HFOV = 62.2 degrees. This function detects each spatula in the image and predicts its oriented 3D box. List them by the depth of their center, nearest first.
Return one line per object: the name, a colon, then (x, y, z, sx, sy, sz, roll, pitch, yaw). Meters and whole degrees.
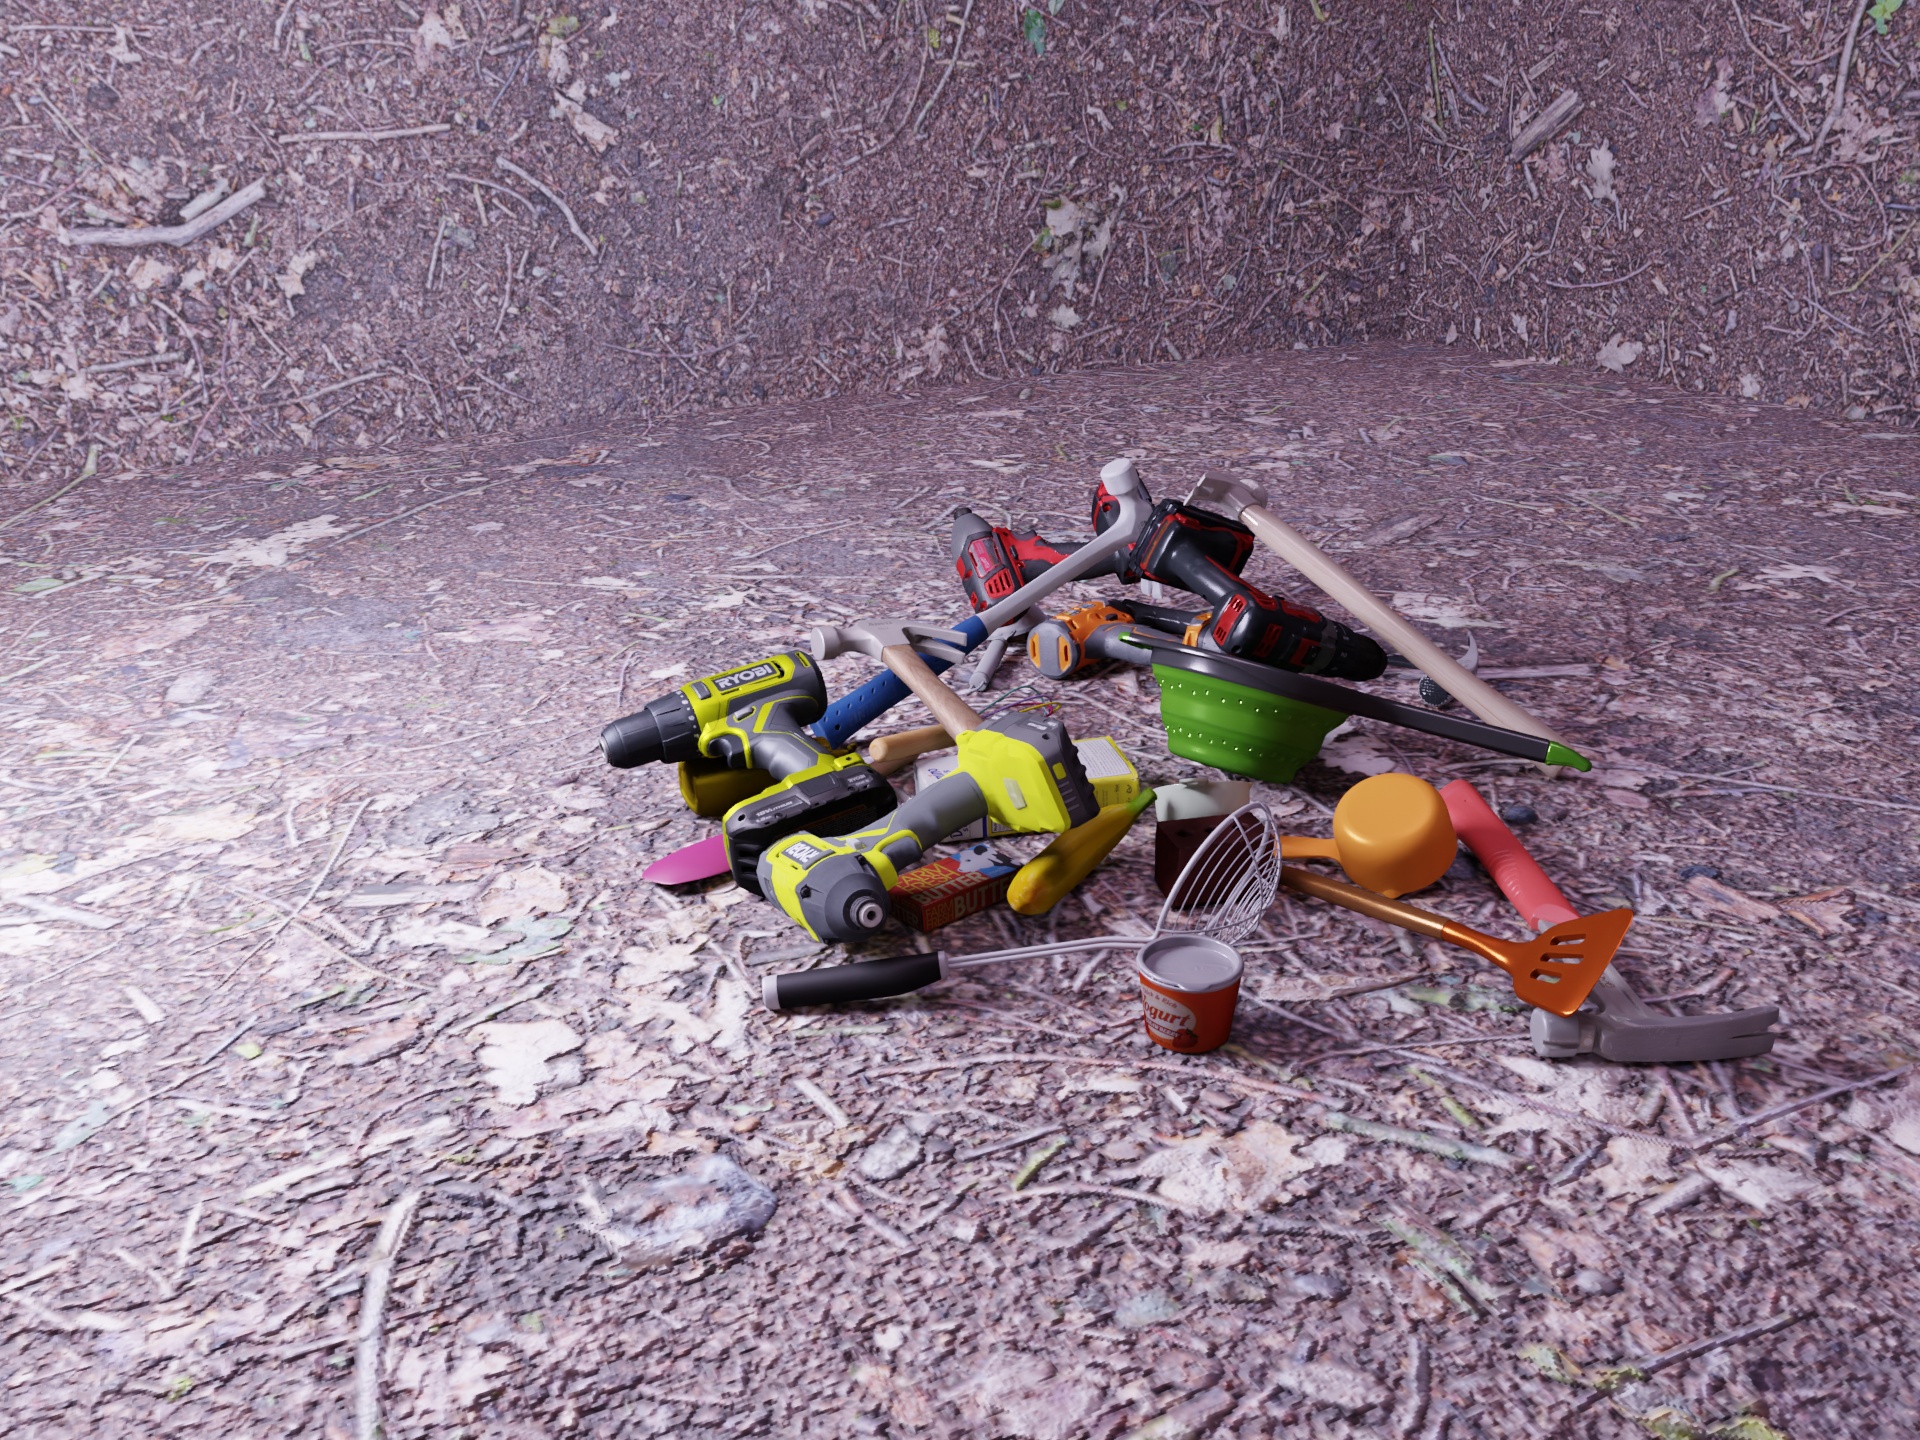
spatula: (0.311, 0.132, 1.088, 0.081, 0.041, 0.323, -53, 31, -14)

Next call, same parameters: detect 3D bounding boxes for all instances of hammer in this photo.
hammer: (0.426, 0.131, 1.140, 0.149, 0.036, 0.359, -2, 22, -2)
hammer: (-0.002, -0.004, 1.343, 0.130, 0.031, 0.332, -9, 34, -28)
hammer: (0.376, -0.091, 1.434, 0.411, 0.038, 0.146, 43, 23, 20)
hammer: (0.032, -0.091, 1.529, 0.405, 0.144, 0.035, -34, 28, -17)
hammer: (0.350, -0.087, 1.698, 0.409, 0.036, 0.149, 13, 25, 33)

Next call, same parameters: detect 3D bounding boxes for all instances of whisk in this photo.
whisk: (0.009, 0.006, 1.409, 0.047, 0.051, 0.245, 1, 9, 40)

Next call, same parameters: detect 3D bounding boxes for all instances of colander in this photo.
colander: (0.316, 0.019, 1.340, 0.397, 0.094, 0.204, 16, 3, 18)

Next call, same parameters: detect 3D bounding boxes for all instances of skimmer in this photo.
skimmer: (0.045, 0.132, 1.082, 0.363, 0.127, 0.090, -9, 52, -1)

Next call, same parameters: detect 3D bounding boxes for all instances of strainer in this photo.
strainer: (0.044, -0.085, 1.706, 0.087, 0.050, 0.258, -11, 21, 19)

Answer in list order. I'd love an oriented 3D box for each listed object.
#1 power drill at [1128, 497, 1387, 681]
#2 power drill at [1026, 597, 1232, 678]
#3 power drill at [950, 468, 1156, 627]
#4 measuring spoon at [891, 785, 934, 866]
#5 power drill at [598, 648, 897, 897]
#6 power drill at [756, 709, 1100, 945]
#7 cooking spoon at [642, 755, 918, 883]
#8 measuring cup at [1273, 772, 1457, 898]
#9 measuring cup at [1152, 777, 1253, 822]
power drill: (0.278, -0.111, 1.482, 0.187, 0.080, 0.227, 13, 25, -31)
power drill: (0.204, -0.083, 1.639, 0.227, 0.084, 0.164, 9, 23, 34)
power drill: (0.100, -0.191, 1.713, 0.219, 0.078, 0.143, -17, 62, -10)
measuring spoon: (-0.044, 0.090, 1.299, 0.034, 0.018, 0.124, 27, 17, -25)
power drill: (-0.169, 0.038, 1.272, 0.190, 0.080, 0.229, -19, 40, -22)
power drill: (-0.021, 0.080, 1.125, 0.223, 0.080, 0.171, -29, 15, -18)
cooking spoon: (-0.138, 0.075, 1.334, 0.069, 0.017, 0.319, 7, 21, 37)
measuring cup: (0.288, 0.082, 1.219, 0.174, 0.052, 0.095, -1, 46, 25)
measuring cup: (0.185, 0.066, 1.229, 0.083, 0.038, 0.167, -5, -7, 11)
